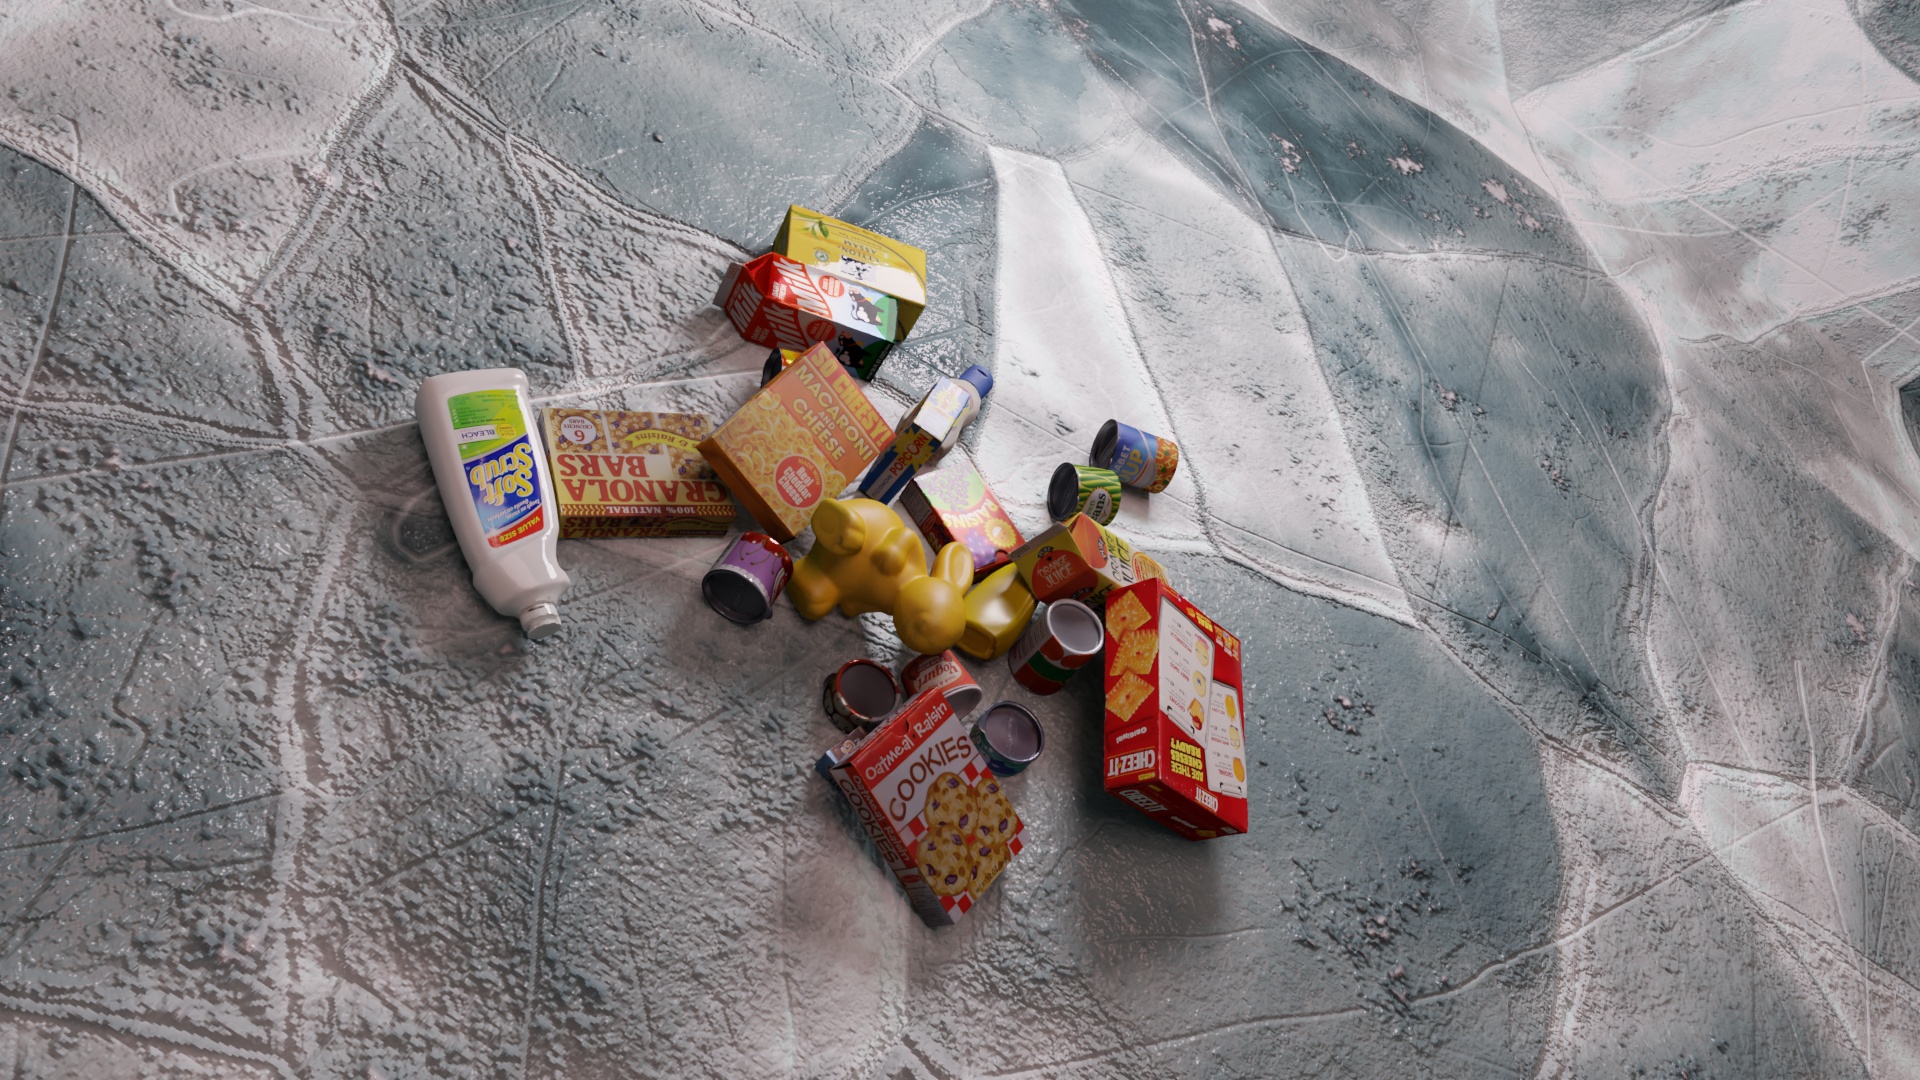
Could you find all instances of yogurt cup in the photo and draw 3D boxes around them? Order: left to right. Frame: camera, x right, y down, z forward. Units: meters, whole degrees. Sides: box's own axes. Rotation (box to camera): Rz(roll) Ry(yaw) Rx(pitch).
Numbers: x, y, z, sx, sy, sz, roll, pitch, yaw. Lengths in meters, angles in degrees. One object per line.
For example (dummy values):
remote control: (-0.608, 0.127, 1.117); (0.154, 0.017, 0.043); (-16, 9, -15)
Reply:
yogurt cup: (-0.021, 0.138, 1.306); (0.072, 0.072, 0.054); (-9, 54, -36)

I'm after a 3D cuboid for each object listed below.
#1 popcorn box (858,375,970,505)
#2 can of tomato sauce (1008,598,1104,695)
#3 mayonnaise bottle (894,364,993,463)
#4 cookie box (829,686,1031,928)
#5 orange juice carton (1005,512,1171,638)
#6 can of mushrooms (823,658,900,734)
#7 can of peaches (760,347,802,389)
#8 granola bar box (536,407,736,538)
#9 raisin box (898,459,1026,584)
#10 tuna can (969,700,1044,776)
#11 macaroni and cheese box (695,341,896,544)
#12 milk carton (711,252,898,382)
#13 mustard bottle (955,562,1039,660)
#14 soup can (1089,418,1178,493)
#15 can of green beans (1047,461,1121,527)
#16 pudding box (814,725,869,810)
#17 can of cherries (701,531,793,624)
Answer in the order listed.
popcorn box: (-0.049, -0.101, 1.429); (0.038, 0.126, 0.085); (37, 46, -8)
can of tomato sauce: (0.097, 0.107, 1.387); (0.071, 0.082, 0.071); (16, 50, -20)
mayonnaise bottle: (-0.012, -0.146, 1.545); (0.065, 0.041, 0.149); (38, 46, 2)
cookie box: (-0.023, 0.230, 1.212); (0.123, 0.040, 0.167); (-38, 101, -43)
orange juice carton: (0.135, 0.036, 1.427); (0.192, 0.071, 0.073); (30, 39, -38)
can of mushrooms: (-0.092, 0.143, 1.279); (0.071, 0.033, 0.071); (16, 50, -20)
can of peaches: (-0.171, -0.163, 1.446); (0.058, 0.071, 0.071); (11, 52, -24)
granola bar box: (-0.306, -0.063, 1.305); (0.166, 0.038, 0.124); (0, 56, -32)
raisin box: (0.005, -0.018, 1.458); (0.086, 0.040, 0.123); (-19, 68, -40)
tuna can: (0.042, 0.189, 1.325); (0.071, 0.032, 0.071); (16, 49, -20)
macaroni and cheese box: (-0.155, -0.095, 1.336); (0.123, 0.040, 0.167); (52, 53, -14)
milk carton: (-0.169, -0.247, 1.507); (0.191, 0.072, 0.074); (17, 50, -19)
mustard bottle: (0.050, 0.060, 1.415); (0.065, 0.048, 0.161); (27, 39, 17)
soup can: (0.202, -0.095, 1.617); (0.084, 0.071, 0.072); (18, 49, -19)
can of green beans: (0.138, -0.050, 1.544); (0.058, 0.071, 0.071); (9, 52, -26)
pudding box: (-0.083, 0.212, 1.233); (0.084, 0.030, 0.050); (47, 47, 9)
can of cherries: (-0.193, 0.036, 1.279); (0.071, 0.071, 0.059); (34, 44, -4)
